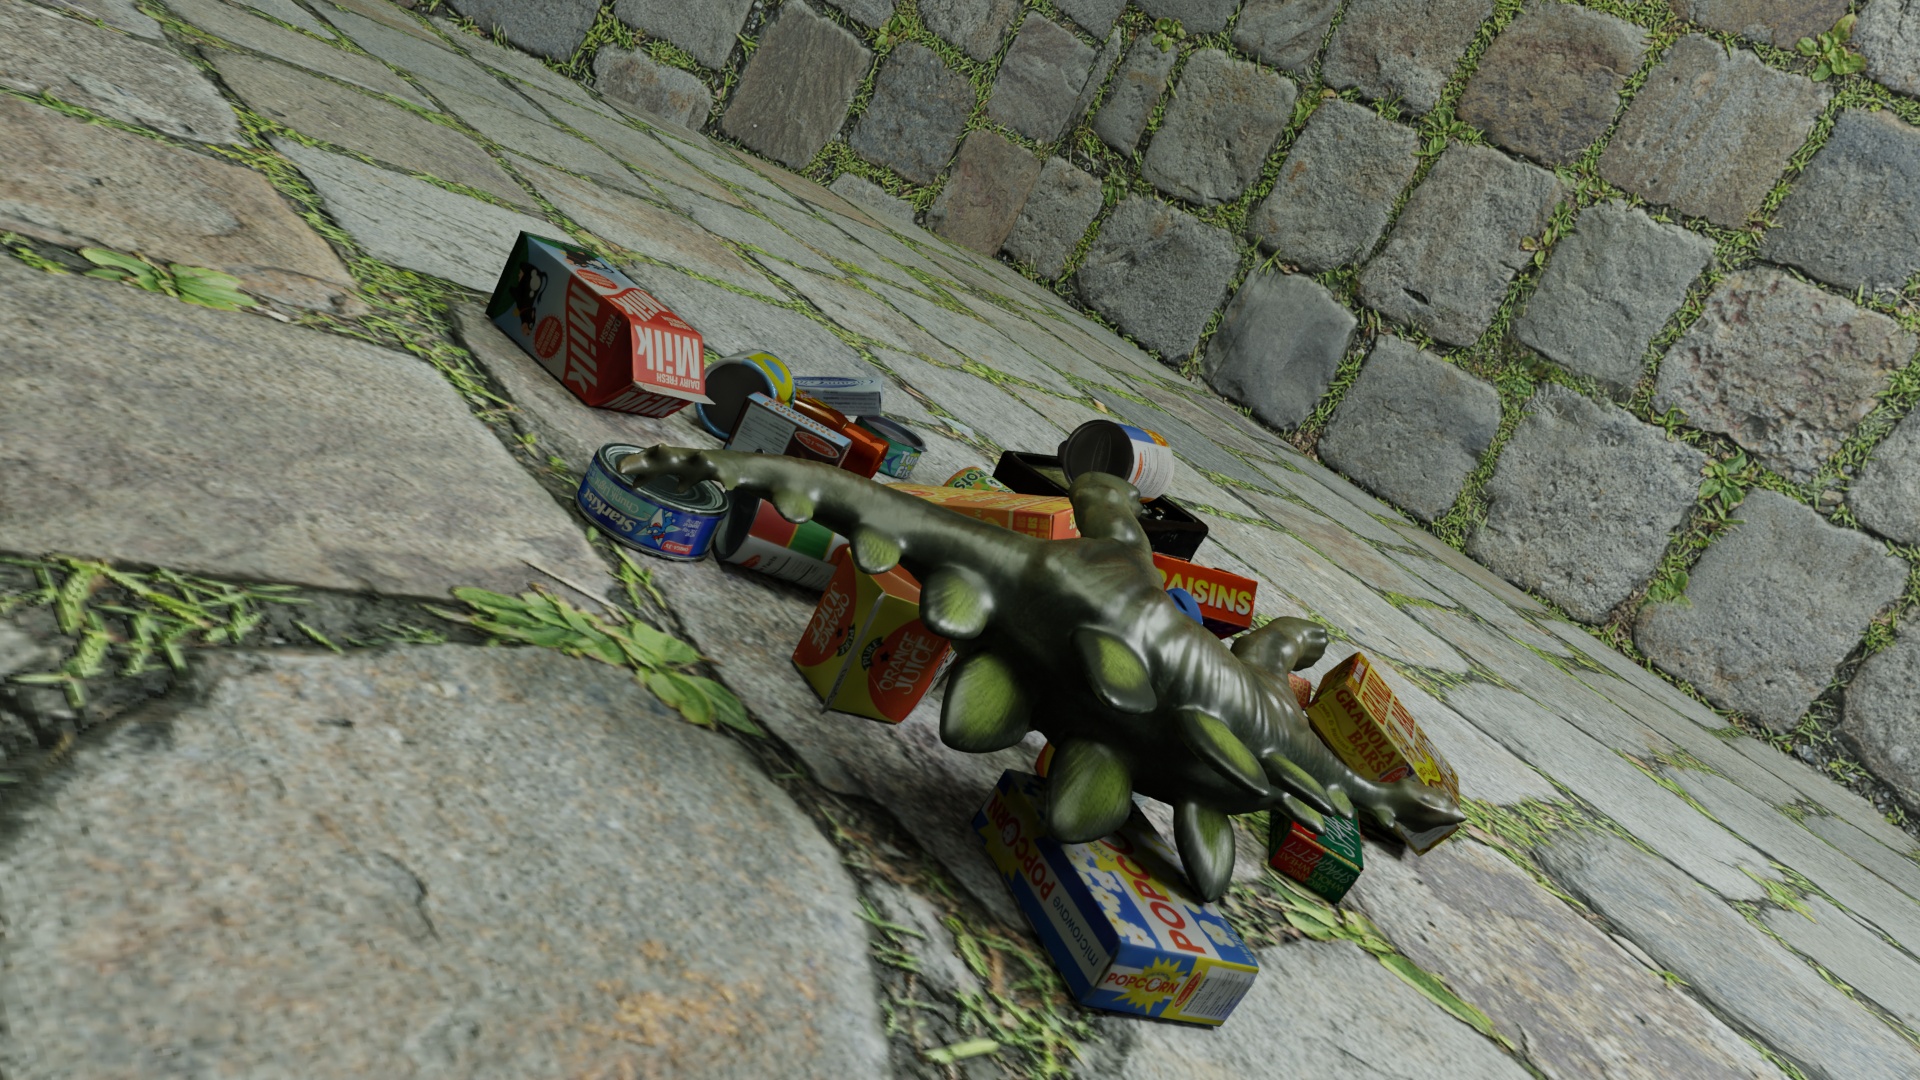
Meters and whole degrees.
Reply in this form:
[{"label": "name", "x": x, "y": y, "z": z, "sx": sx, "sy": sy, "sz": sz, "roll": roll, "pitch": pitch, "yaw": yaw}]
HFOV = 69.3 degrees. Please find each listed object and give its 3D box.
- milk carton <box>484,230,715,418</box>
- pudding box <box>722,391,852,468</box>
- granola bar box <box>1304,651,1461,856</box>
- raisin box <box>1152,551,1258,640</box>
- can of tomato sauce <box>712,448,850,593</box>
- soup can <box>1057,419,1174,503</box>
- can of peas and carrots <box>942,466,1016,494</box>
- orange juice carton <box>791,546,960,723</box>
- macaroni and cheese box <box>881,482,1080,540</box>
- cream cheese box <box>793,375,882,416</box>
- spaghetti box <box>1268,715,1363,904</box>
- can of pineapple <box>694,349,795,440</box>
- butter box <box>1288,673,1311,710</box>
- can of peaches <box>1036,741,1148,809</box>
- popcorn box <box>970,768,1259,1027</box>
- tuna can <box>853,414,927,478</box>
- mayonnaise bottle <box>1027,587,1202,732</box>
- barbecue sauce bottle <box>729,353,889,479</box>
[{"label": "milk carton", "x": -0.260, "y": -0.150, "z": 1.021, "sx": 0.191, "sy": 0.073, "sz": 0.072, "roll": 38, "pitch": 18, "yaw": 30}, {"label": "pudding box", "x": -0.129, "y": -0.069, "z": 1.034, "sx": 0.084, "sy": 0.049, "sz": 0.030, "roll": 28, "pitch": 17, "yaw": 1}, {"label": "granola bar box", "x": 0.311, "y": 0.151, "z": 1.018, "sx": 0.124, "sy": 0.039, "sz": 0.166, "roll": 53, "pitch": 17, "yaw": 9}, {"label": "raisin box", "x": 0.151, "y": 0.048, "z": 1.016, "sx": 0.086, "sy": 0.040, "sz": 0.123, "roll": 15, "pitch": -17, "yaw": -10}, {"label": "can of tomato sauce", "x": -0.099, "y": -0.009, "z": 0.853, "sx": 0.083, "sy": 0.071, "sz": 0.071, "roll": 21, "pitch": 17, "yaw": -28}, {"label": "soup can", "x": 0.132, "y": -0.066, "z": 1.172, "sx": 0.071, "sy": 0.071, "sz": 0.084, "roll": 36, "pitch": 17, "yaw": 28}, {"label": "can of peas and carrots", "x": 0.017, "y": -0.018, "z": 1.081, "sx": 0.059, "sy": 0.070, "sz": 0.071, "roll": 36, "pitch": 17, "yaw": 28}, {"label": "orange juice carton", "x": -0.033, "y": 0.043, "z": 0.795, "sx": 0.073, "sy": 0.071, "sz": 0.193, "roll": 30, "pitch": 15, "yaw": 8}, {"label": "macaroni and cheese box", "x": 0.003, "y": -0.012, "z": 0.976, "sx": 0.166, "sy": 0.040, "sz": 0.124, "roll": 6, "pitch": 8, "yaw": 20}, {"label": "cream cheese box", "x": -0.120, "y": -0.126, "z": 1.209, "sx": 0.104, "sy": 0.024, "sz": 0.053, "roll": 1, "pitch": 20, "yaw": -3}, {"label": "spaghetti box", "x": 0.237, "y": 0.171, "z": 0.931, "sx": 0.050, "sy": 0.028, "sz": 0.251, "roll": 30, "pitch": 15, "yaw": 7}, {"label": "can of pineapple", "x": -0.166, "y": -0.111, "z": 1.077, "sx": 0.071, "sy": 0.070, "sz": 0.058, "roll": 29, "pitch": 16, "yaw": 1}, {"label": "butter box", "x": 0.211, "y": 0.107, "z": 1.055, "sx": 0.103, "sy": 0.024, "sz": 0.053, "roll": 20, "pitch": -19, "yaw": -27}, {"label": "can of peaches", "x": 0.083, "y": 0.117, "z": 0.785, "sx": 0.071, "sy": 0.058, "sz": 0.071, "roll": 25, "pitch": 15, "yaw": -7}, {"label": "popcorn box", "x": 0.069, "y": 0.164, "z": 0.645, "sx": 0.085, "sy": 0.038, "sz": 0.127, "roll": 19, "pitch": 18, "yaw": -31}, {"label": "tuna can", "x": -0.065, "y": -0.083, "z": 1.219, "sx": 0.071, "sy": 0.032, "sz": 0.071, "roll": 26, "pitch": 15, "yaw": -8}, {"label": "mayonnaise bottle", "x": 0.079, "y": 0.066, "z": 0.843, "sx": 0.148, "sy": 0.041, "sz": 0.065, "roll": -18, "pitch": 54, "yaw": -27}, {"label": "barbecue sauce bottle", "x": -0.131, "y": -0.099, "z": 1.138, "sx": 0.148, "sy": 0.043, "sz": 0.065, "roll": 30, "pitch": 9, "yaw": 4}]
